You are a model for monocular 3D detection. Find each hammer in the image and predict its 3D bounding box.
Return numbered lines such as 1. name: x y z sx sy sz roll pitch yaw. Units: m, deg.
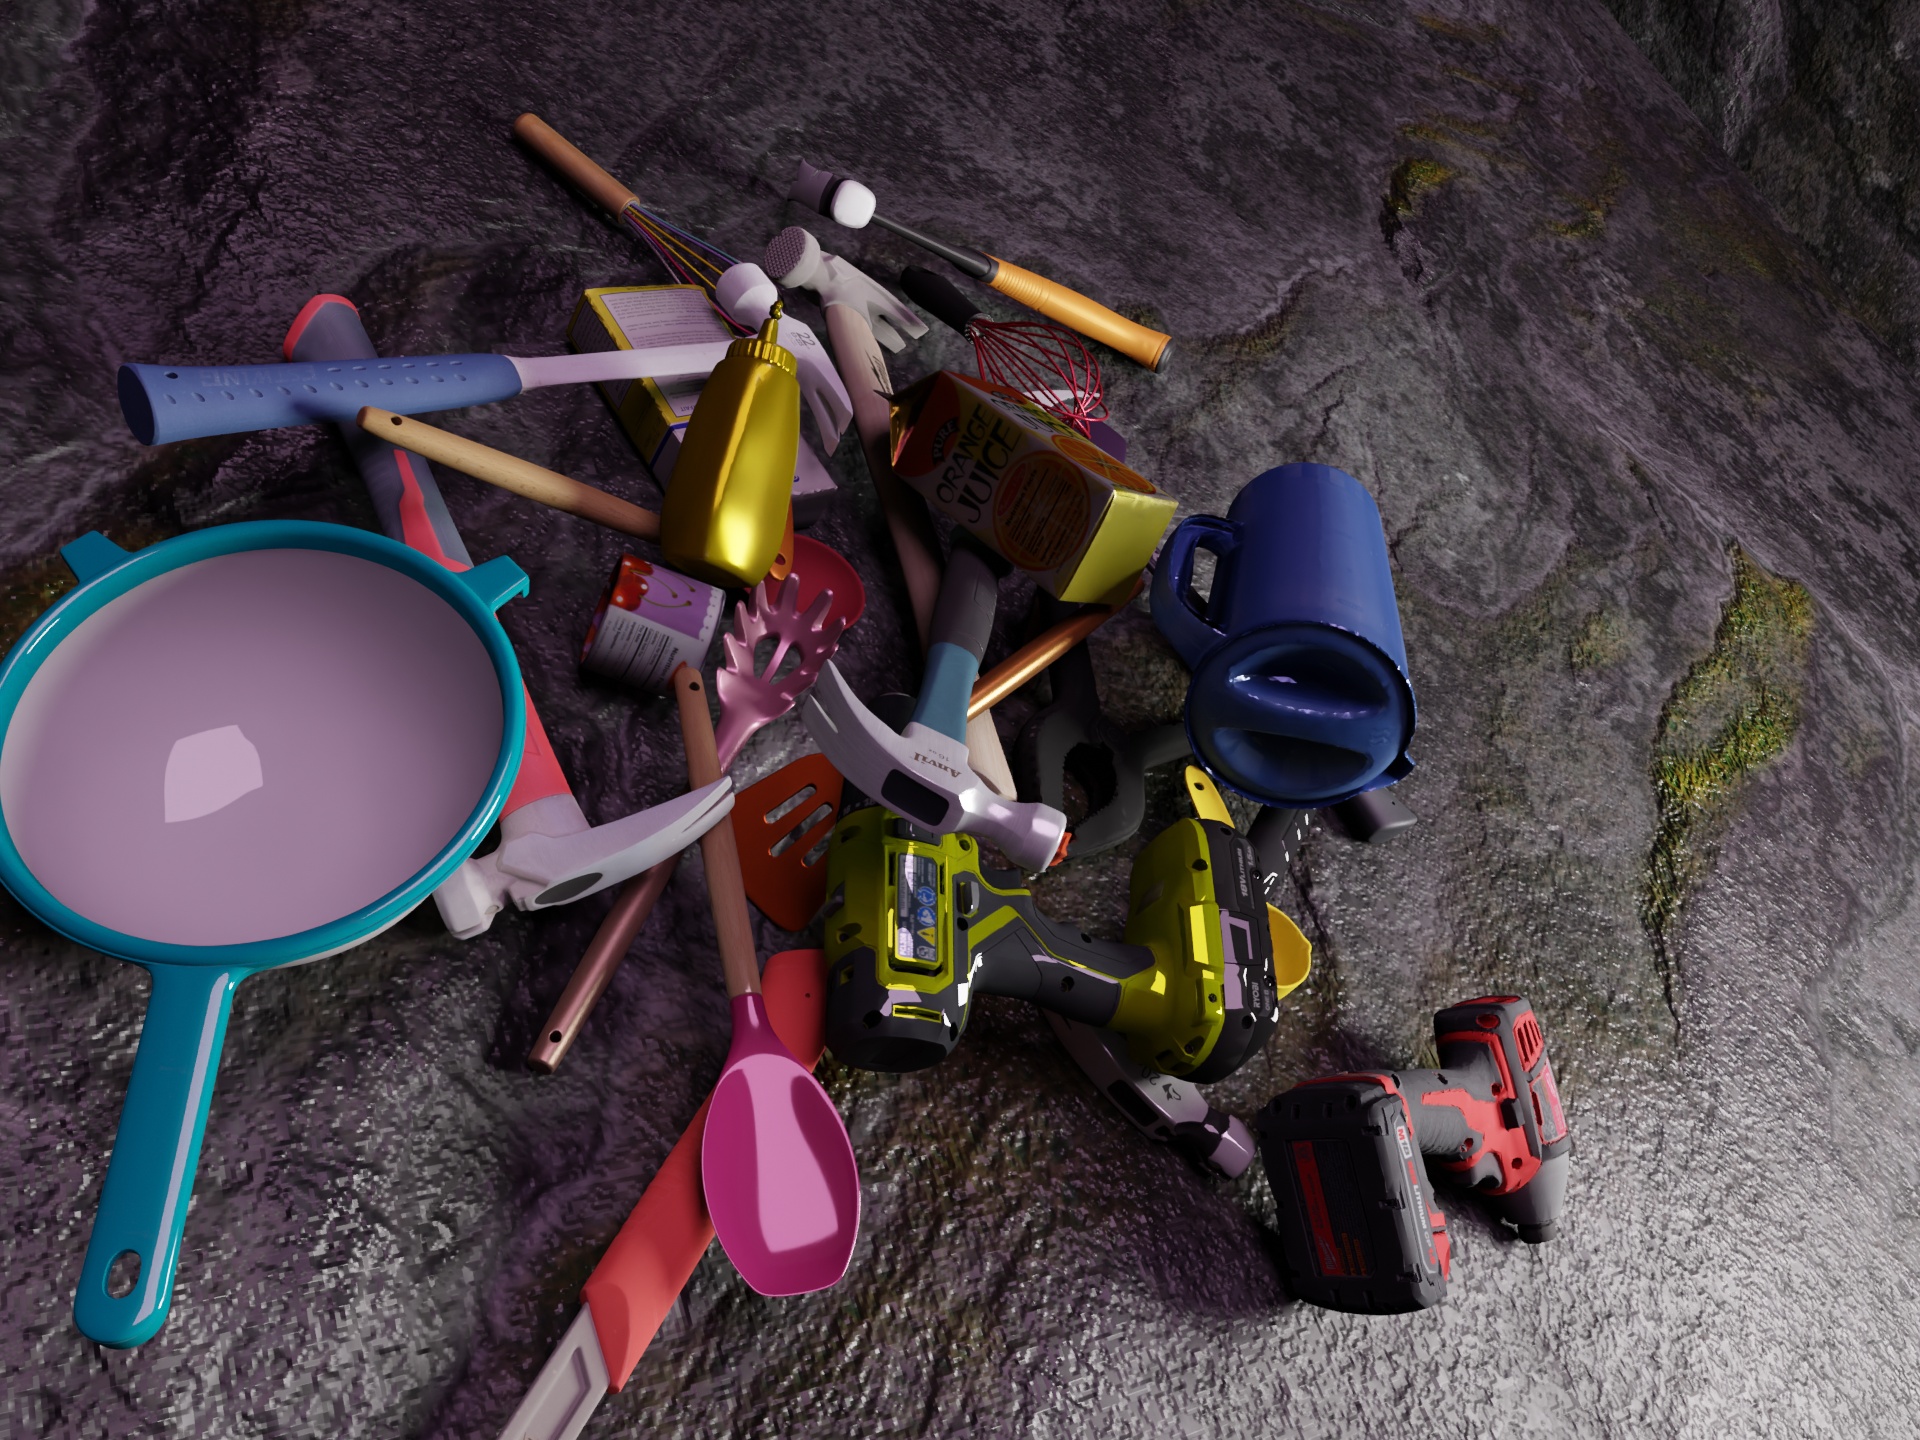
1. hammer: -0.002 -0.036 0.843 0.128 0.033 0.331 24 26 -6
2. hammer: -0.251 -0.081 0.811 0.143 0.038 0.387 -22 64 -15
3. hammer: -0.124 0.234 0.668 0.149 0.036 0.359 37 44 -3
4. hammer: -0.028 -0.127 1.014 0.146 0.038 0.411 22 46 -53
5. hammer: -0.231 -0.184 0.860 0.405 0.035 0.144 -18 62 -43
6. hammer: 0.169 -0.075 1.106 0.409 0.036 0.149 49 39 4
7. hammer: 0.165 0.100 0.948 0.146 0.035 0.335 39 50 -1
8. hammer: 0.027 -0.343 1.226 0.336 0.034 0.127 17 17 -30

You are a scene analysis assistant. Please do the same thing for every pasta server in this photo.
1. pasta server: -0.137 0.041 0.805 0.060 0.040 0.316 25 49 -1

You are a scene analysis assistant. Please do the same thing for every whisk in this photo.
1. whisk: 0.020 -0.265 1.101 0.073 0.073 0.296 6 28 -30
2. whisk: -0.209 -0.329 1.078 0.245 0.051 0.047 40 22 6

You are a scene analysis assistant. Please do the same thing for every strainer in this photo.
1. strainer: -0.288 0.079 0.642 0.211 0.095 0.341 3 59 -7

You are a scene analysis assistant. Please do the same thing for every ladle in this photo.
1. ladle: -0.177 -0.108 0.865 0.315 0.031 0.069 19 51 -43

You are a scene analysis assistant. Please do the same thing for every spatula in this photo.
1. spatula: 0.072 -0.126 1.109 0.059 0.018 0.316 33 42 -14
2. spatula: -0.001 -0.003 0.896 0.081 0.041 0.322 47 55 10

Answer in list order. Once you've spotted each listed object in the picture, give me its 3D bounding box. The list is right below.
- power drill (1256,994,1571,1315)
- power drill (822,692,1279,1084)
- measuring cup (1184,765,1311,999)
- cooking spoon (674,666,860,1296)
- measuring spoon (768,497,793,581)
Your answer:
1. power drill: 0.267 0.243 0.884 0.219 0.078 0.143 -7 83 -44
2. power drill: 0.040 0.089 0.809 0.228 0.080 0.191 13 56 -21
3. measuring cup: 0.152 0.093 0.913 0.062 0.029 0.157 7 46 -26
4. cooking spoon: -0.104 0.107 0.743 0.068 0.017 0.319 -1 56 -23
5. measuring spoon: -0.105 -0.127 0.933 0.021 0.011 0.117 18 48 -27
